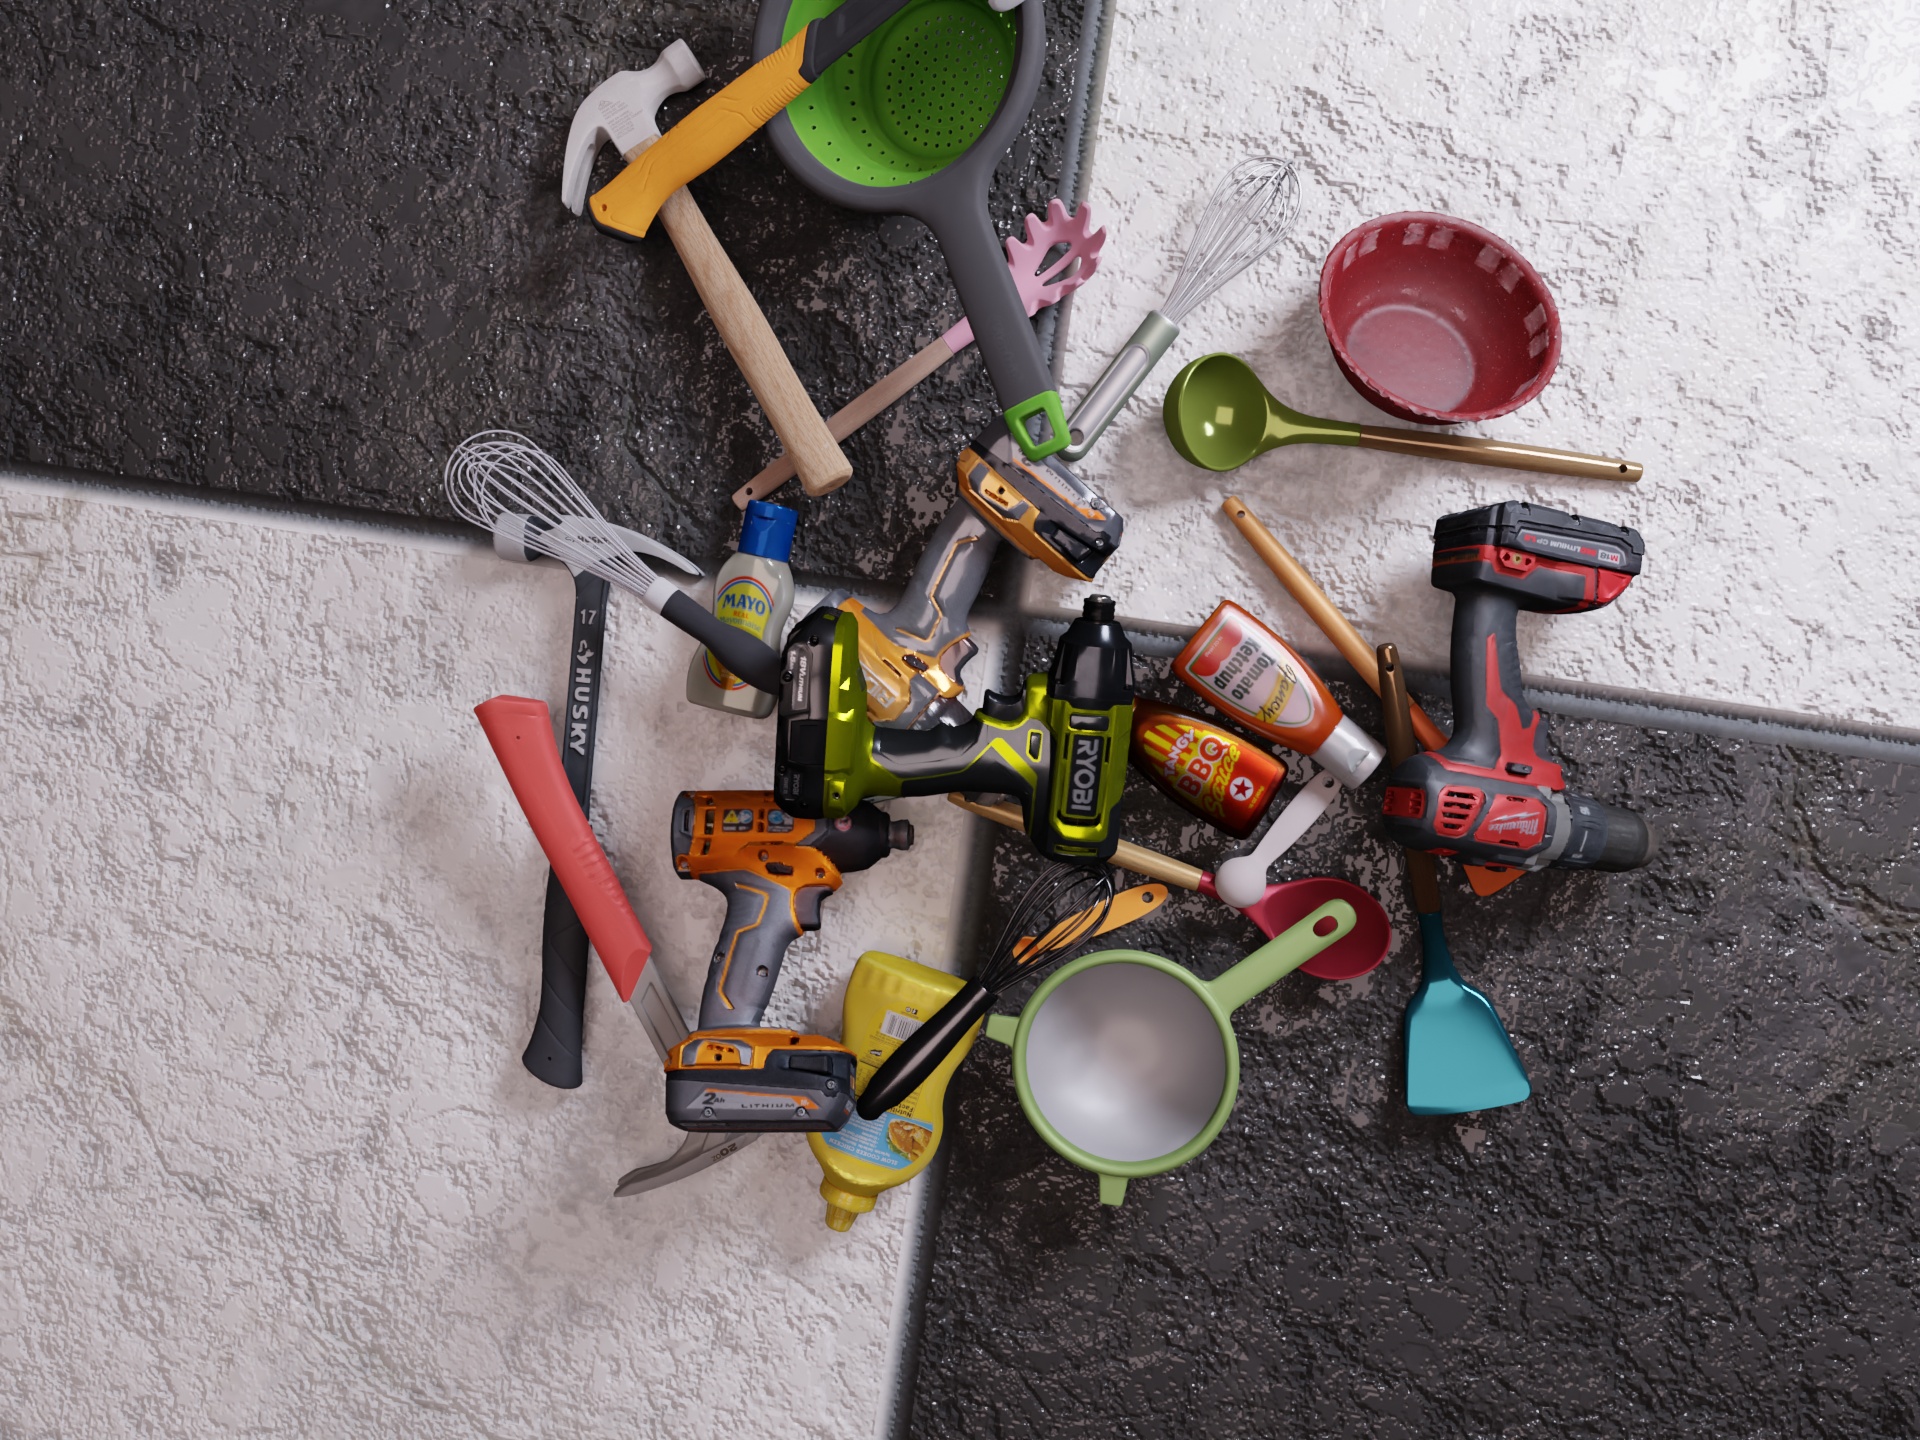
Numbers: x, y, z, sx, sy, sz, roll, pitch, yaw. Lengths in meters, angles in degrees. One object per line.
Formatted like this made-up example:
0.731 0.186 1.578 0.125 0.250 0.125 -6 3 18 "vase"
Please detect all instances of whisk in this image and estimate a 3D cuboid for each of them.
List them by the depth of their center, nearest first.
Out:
0.016 0.179 1.051 0.055 0.055 0.239 44 93 3 "whisk"
0.144 -0.276 1.072 0.058 0.059 0.246 39 100 4 "whisk"
-0.230 -0.102 1.082 0.284 0.070 0.070 36 95 3 "whisk"

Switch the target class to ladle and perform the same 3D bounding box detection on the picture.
0.293 -0.187 1.055 0.320 0.062 0.078 8 93 4 "ladle"
0.139 0.103 1.095 0.315 0.031 0.069 19 77 8 "ladle"

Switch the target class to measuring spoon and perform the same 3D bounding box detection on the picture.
0.219 0.075 1.075 0.034 0.018 0.124 40 81 15 "measuring spoon"
0.091 0.141 1.112 0.117 0.011 0.021 -24 83 3 "measuring spoon"

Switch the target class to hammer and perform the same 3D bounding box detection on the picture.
-0.116 -0.422 1.021 0.337 0.034 0.127 -30 85 24 "hammer"
-0.170 -0.302 1.104 0.130 0.031 0.331 -30 83 8 "hammer"
-0.250 0.149 1.107 0.149 0.037 0.359 -26 97 -1 "hammer"
-0.271 0.060 1.138 0.149 0.036 0.409 5 93 5 "hammer"

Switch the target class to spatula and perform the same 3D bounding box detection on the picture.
0.310 0.104 1.053 0.082 0.044 0.317 -11 101 11 "spatula"
0.284 -0.026 1.078 0.081 0.041 0.323 -39 83 6 "spatula"

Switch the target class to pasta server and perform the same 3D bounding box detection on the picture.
-0.033 -0.245 1.099 0.316 0.040 0.060 -36 81 8 "pasta server"

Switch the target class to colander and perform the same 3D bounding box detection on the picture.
0.000 -0.358 1.049 0.204 0.094 0.397 -22 87 24 "colander"

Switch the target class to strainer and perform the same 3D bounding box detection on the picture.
0.155 0.196 1.074 0.256 0.069 0.151 -36 85 6 "strainer"

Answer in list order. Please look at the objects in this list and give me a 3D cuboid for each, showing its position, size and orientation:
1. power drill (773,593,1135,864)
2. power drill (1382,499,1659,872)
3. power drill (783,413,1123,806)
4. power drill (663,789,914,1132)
-0.002 -0.003 1.023 0.223 0.080 0.171 5 104 1 "power drill"
0.374 -0.013 1.019 0.187 0.080 0.227 10 87 -16 "power drill"
0.016 -0.069 1.080 0.185 0.084 0.226 42 100 2 "power drill"
-0.114 0.154 1.056 0.164 0.084 0.227 -1 69 3 "power drill"
